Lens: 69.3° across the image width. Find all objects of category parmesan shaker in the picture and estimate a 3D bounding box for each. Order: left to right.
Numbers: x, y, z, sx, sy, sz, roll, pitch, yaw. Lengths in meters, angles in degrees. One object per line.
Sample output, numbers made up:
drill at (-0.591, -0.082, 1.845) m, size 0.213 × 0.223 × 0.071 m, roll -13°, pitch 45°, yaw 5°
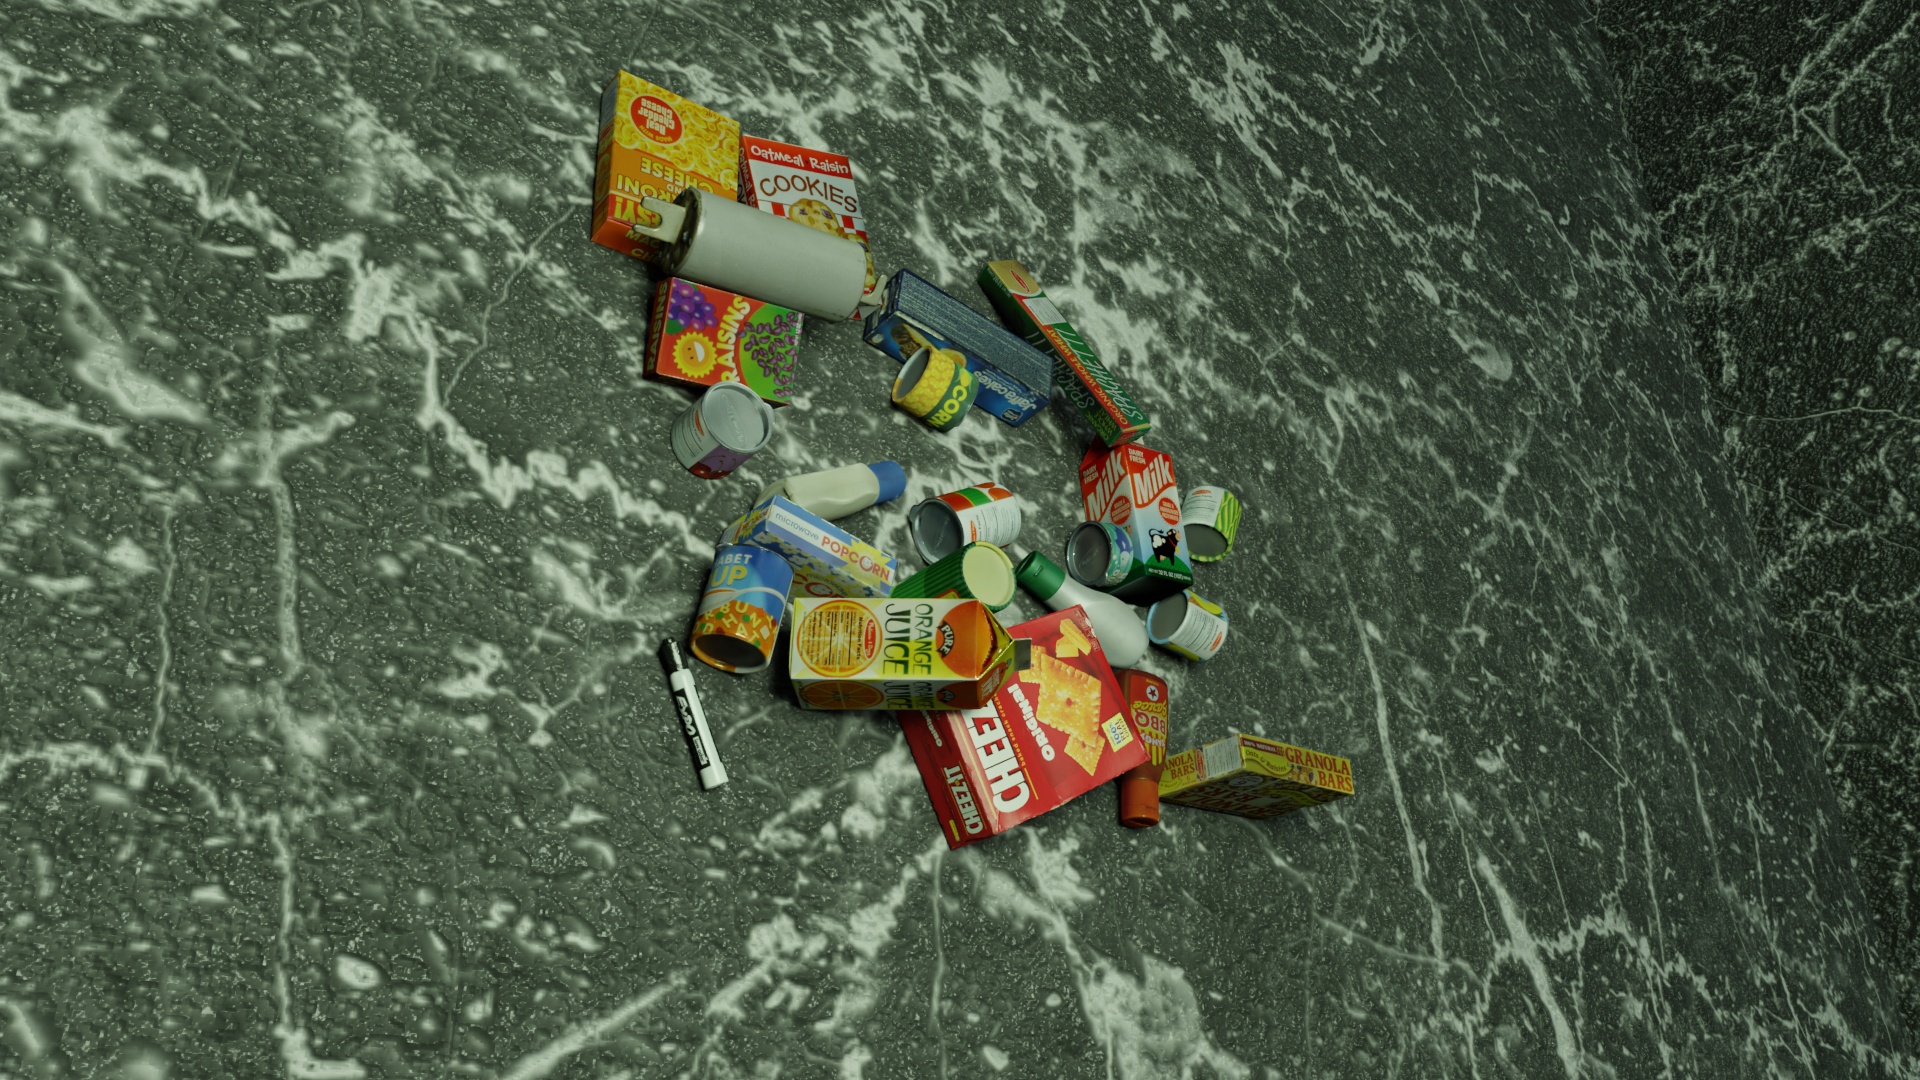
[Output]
parmesan shaker at (-0.009, 0.047, 1.230) m, size 0.071 × 0.102 × 0.071 m, roll 20°, pitch 57°, yaw -33°

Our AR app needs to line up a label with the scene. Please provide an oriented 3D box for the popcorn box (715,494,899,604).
popcorn box at (-0.128, 0.018, 1.154) m, size 0.126 × 0.085 × 0.038 m, roll 30°, pitch 53°, yaw -27°

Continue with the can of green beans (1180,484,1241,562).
can of green beans at (0.273, -0.018, 1.538) m, size 0.071 × 0.071 × 0.058 m, roll 40°, pitch 48°, yaw -19°

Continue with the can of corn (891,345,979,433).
can of corn at (-0.024, -0.145, 1.342) m, size 0.058 × 0.071 × 0.071 m, roll 31°, pitch 51°, yaw -24°

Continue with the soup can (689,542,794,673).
soup can at (-0.176, 0.053, 1.107) m, size 0.071 × 0.071 × 0.084 m, roll 31°, pitch 51°, yaw -26°

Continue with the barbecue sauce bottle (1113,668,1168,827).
barbecue sauce bottle at (0.173, 0.203, 1.351) m, size 0.065 × 0.043 × 0.149 m, roll 23°, pitch 55°, yaw -31°

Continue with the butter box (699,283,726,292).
butter box at (-0.195, -0.186, 1.245) m, size 0.103 × 0.024 × 0.053 m, roll 29°, pitch 53°, yaw -27°

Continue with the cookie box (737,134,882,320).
cookie box at (-0.151, -0.299, 1.333) m, size 0.123 × 0.040 × 0.168 m, roll 0°, pitch 70°, yaw -41°

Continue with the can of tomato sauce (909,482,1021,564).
can of tomato sauce at (0.005, -0.016, 1.304) m, size 0.083 × 0.071 × 0.071 m, roll -18°, pitch 81°, yaw -45°

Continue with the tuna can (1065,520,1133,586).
tuna can at (0.141, 0.016, 1.403) m, size 0.033 × 0.071 × 0.071 m, roll 7°, pitch 64°, yaw -40°

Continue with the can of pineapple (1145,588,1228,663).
can of pineapple at (0.235, 0.088, 1.452) m, size 0.058 × 0.070 × 0.071 m, roll 28°, pitch 53°, yaw -28°

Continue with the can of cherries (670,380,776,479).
can of cherries at (-0.199, -0.092, 1.169) m, size 0.071 × 0.058 × 0.072 m, roll 20°, pitch 55°, yaw -32°

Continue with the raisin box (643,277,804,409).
raisin box at (-0.203, -0.169, 1.193) m, size 0.123 × 0.040 × 0.086 m, roll 11°, pitch 84°, yaw -31°

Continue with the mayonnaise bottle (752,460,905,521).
mayonnaise bottle at (-0.110, -0.042, 1.221) m, size 0.148 × 0.064 × 0.041 m, roll -18°, pitch 77°, yaw -49°

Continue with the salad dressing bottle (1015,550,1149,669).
salad dressing bottle at (0.119, 0.067, 1.370) m, size 0.147 × 0.044 × 0.064 m, roll 39°, pitch 82°, yaw -13°

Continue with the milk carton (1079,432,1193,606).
milk carton at (0.180, -0.034, 1.459) m, size 0.072 × 0.073 × 0.191 m, roll 13°, pitch 60°, yaw -36°

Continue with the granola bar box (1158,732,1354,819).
granola bar box at (0.288, 0.237, 1.375) m, size 0.165 × 0.123 × 0.039 m, roll 17°, pitch 59°, yaw -34°

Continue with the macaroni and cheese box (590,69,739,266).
macaroni and cheese box at (-0.263, -0.325, 1.248) m, size 0.124 × 0.040 × 0.167 m, roll 16°, pitch 59°, yaw -34°

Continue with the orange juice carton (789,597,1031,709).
orange juice carton at (-0.038, 0.093, 1.131) m, size 0.193 × 0.071 × 0.073 m, roll 0°, pitch 63°, yaw 1°

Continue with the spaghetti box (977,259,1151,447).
spaghetti box at (0.107, -0.200, 1.463) m, size 0.050 × 0.028 × 0.250 m, roll -15°, pitch 62°, yaw -44°
